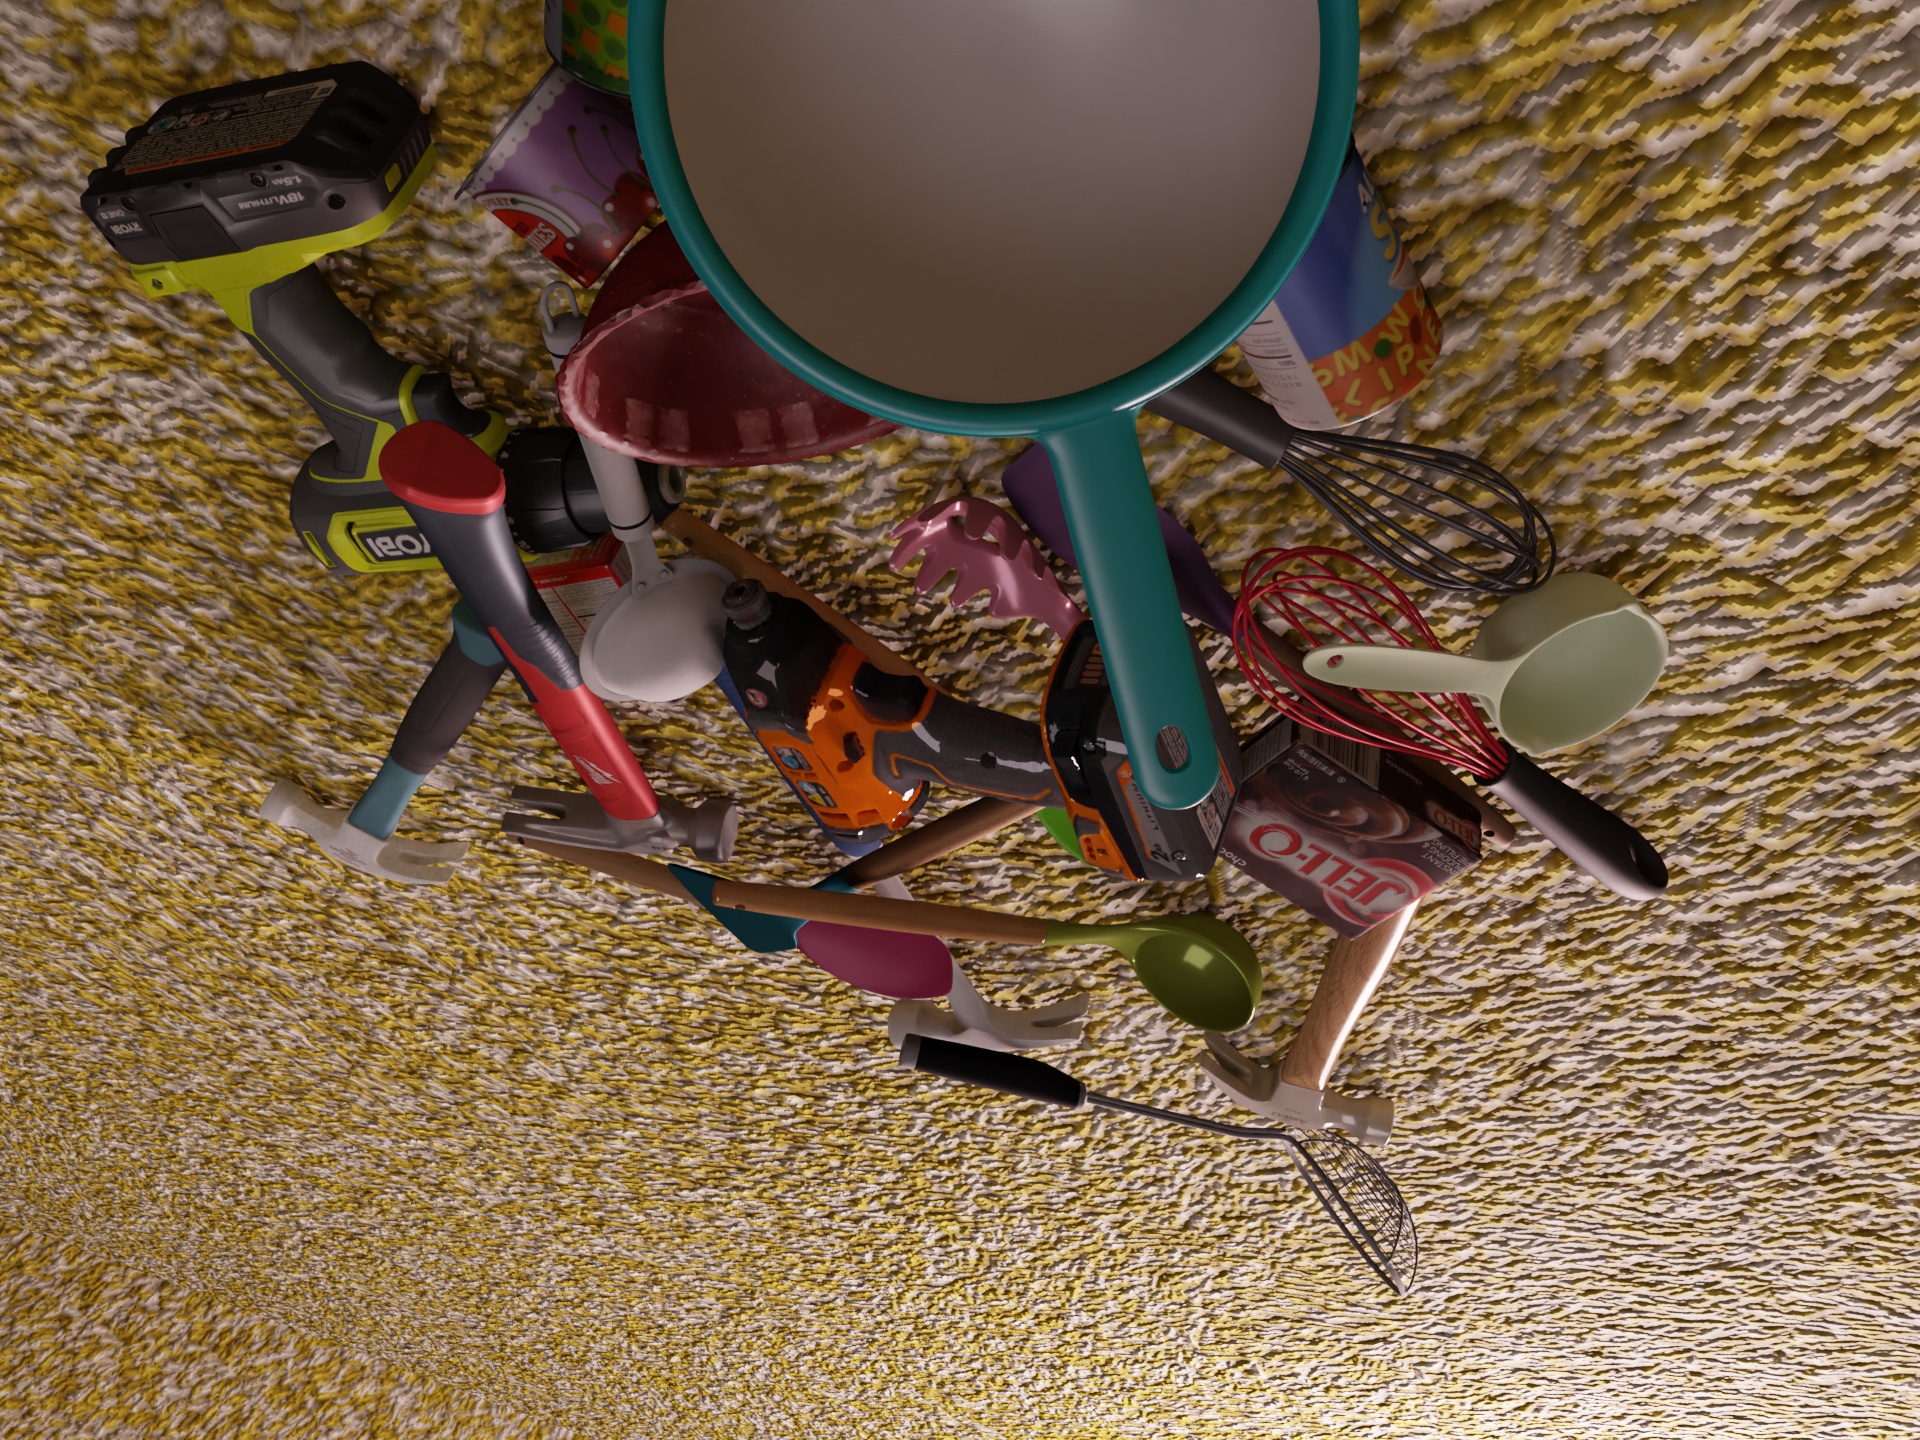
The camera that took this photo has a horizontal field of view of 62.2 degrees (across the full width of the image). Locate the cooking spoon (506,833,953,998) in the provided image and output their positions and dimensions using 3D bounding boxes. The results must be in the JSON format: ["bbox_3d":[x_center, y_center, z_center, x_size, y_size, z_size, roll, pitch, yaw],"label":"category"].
[{"bbox_3d":[-0.148,0.108,0.980,0.319,0.017,0.068,14,127,20],"label":"cooking spoon"}]

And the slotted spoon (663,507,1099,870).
[{"bbox_3d":[-0.018,-0.014,0.815,0.313,0.031,0.070,35,139,-17],"label":"slotted spoon"}]

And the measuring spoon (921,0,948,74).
[{"bbox_3d":[-0.054,-0.236,0.575,0.124,0.018,0.034,-6,133,38],"label":"measuring spoon"}]

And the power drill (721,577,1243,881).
[{"bbox_3d":[-0.001,-0.002,0.727,0.226,0.084,0.164,4,144,31],"label":"power drill"}]

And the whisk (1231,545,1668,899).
[{"bbox_3d":[0.230,0.011,0.723,0.295,0.073,0.073,32,140,-25],"label":"whisk"}]

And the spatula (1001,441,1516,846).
[{"bbox_3d":[0.147,-0.028,0.739,0.315,0.018,0.059,35,140,-18],"label":"spatula"}]

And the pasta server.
[{"bbox_3d":[0.086,-0.007,0.773,0.060,0.040,0.316,-16,132,46],"label":"pasta server"}]

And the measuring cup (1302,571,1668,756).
[{"bbox_3d":[0.208,-0.029,0.651,0.167,0.038,0.083,3,131,-19],"label":"measuring cup"}]

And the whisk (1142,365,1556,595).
[{"bbox_3d":[0.127,-0.113,0.627,0.239,0.055,0.055,27,141,-3],"label":"whisk"}]

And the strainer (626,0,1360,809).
[{"bbox_3d":[0.026,-0.139,0.513,0.211,0.095,0.340,-16,106,0],"label":"strainer"}]

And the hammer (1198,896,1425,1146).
[{"bbox_3d":[0.220,0.151,0.915,0.130,0.031,0.331,12,141,7],"label":"hammer"}]

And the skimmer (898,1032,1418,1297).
[{"bbox_3d":[0.129,0.289,1.044,0.363,0.090,0.127,15,179,-5],"label":"skimmer"}]

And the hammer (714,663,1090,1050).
[{"bbox_3d":[-0.048,0.079,0.931,0.144,0.035,0.405,-4,136,26],"label":"hammer"}]

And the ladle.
[{"bbox_3d":[0.021,0.124,0.873,0.320,0.062,0.078,10,145,-20],"label":"ladle"}]

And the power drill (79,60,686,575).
[{"bbox_3d":[-0.241,-0.157,0.692,0.190,0.080,0.228,-3,140,17],"label":"power drill"}]

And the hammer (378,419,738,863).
[{"bbox_3d":[-0.219,-0.020,0.804,0.143,0.038,0.386,6,153,8],"label":"hammer"}]

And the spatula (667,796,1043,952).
[{"bbox_3d":[-0.037,0.068,0.865,0.317,0.044,0.082,-26,116,31],"label":"spatula"}]

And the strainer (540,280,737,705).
[{"bbox_3d":[-0.143,-0.080,0.699,0.050,0.087,0.258,44,156,35],"label":"strainer"}]

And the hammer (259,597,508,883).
[{"bbox_3d":[-0.332,0.016,0.970,0.128,0.033,0.331,32,140,-16],"label":"hammer"}]
